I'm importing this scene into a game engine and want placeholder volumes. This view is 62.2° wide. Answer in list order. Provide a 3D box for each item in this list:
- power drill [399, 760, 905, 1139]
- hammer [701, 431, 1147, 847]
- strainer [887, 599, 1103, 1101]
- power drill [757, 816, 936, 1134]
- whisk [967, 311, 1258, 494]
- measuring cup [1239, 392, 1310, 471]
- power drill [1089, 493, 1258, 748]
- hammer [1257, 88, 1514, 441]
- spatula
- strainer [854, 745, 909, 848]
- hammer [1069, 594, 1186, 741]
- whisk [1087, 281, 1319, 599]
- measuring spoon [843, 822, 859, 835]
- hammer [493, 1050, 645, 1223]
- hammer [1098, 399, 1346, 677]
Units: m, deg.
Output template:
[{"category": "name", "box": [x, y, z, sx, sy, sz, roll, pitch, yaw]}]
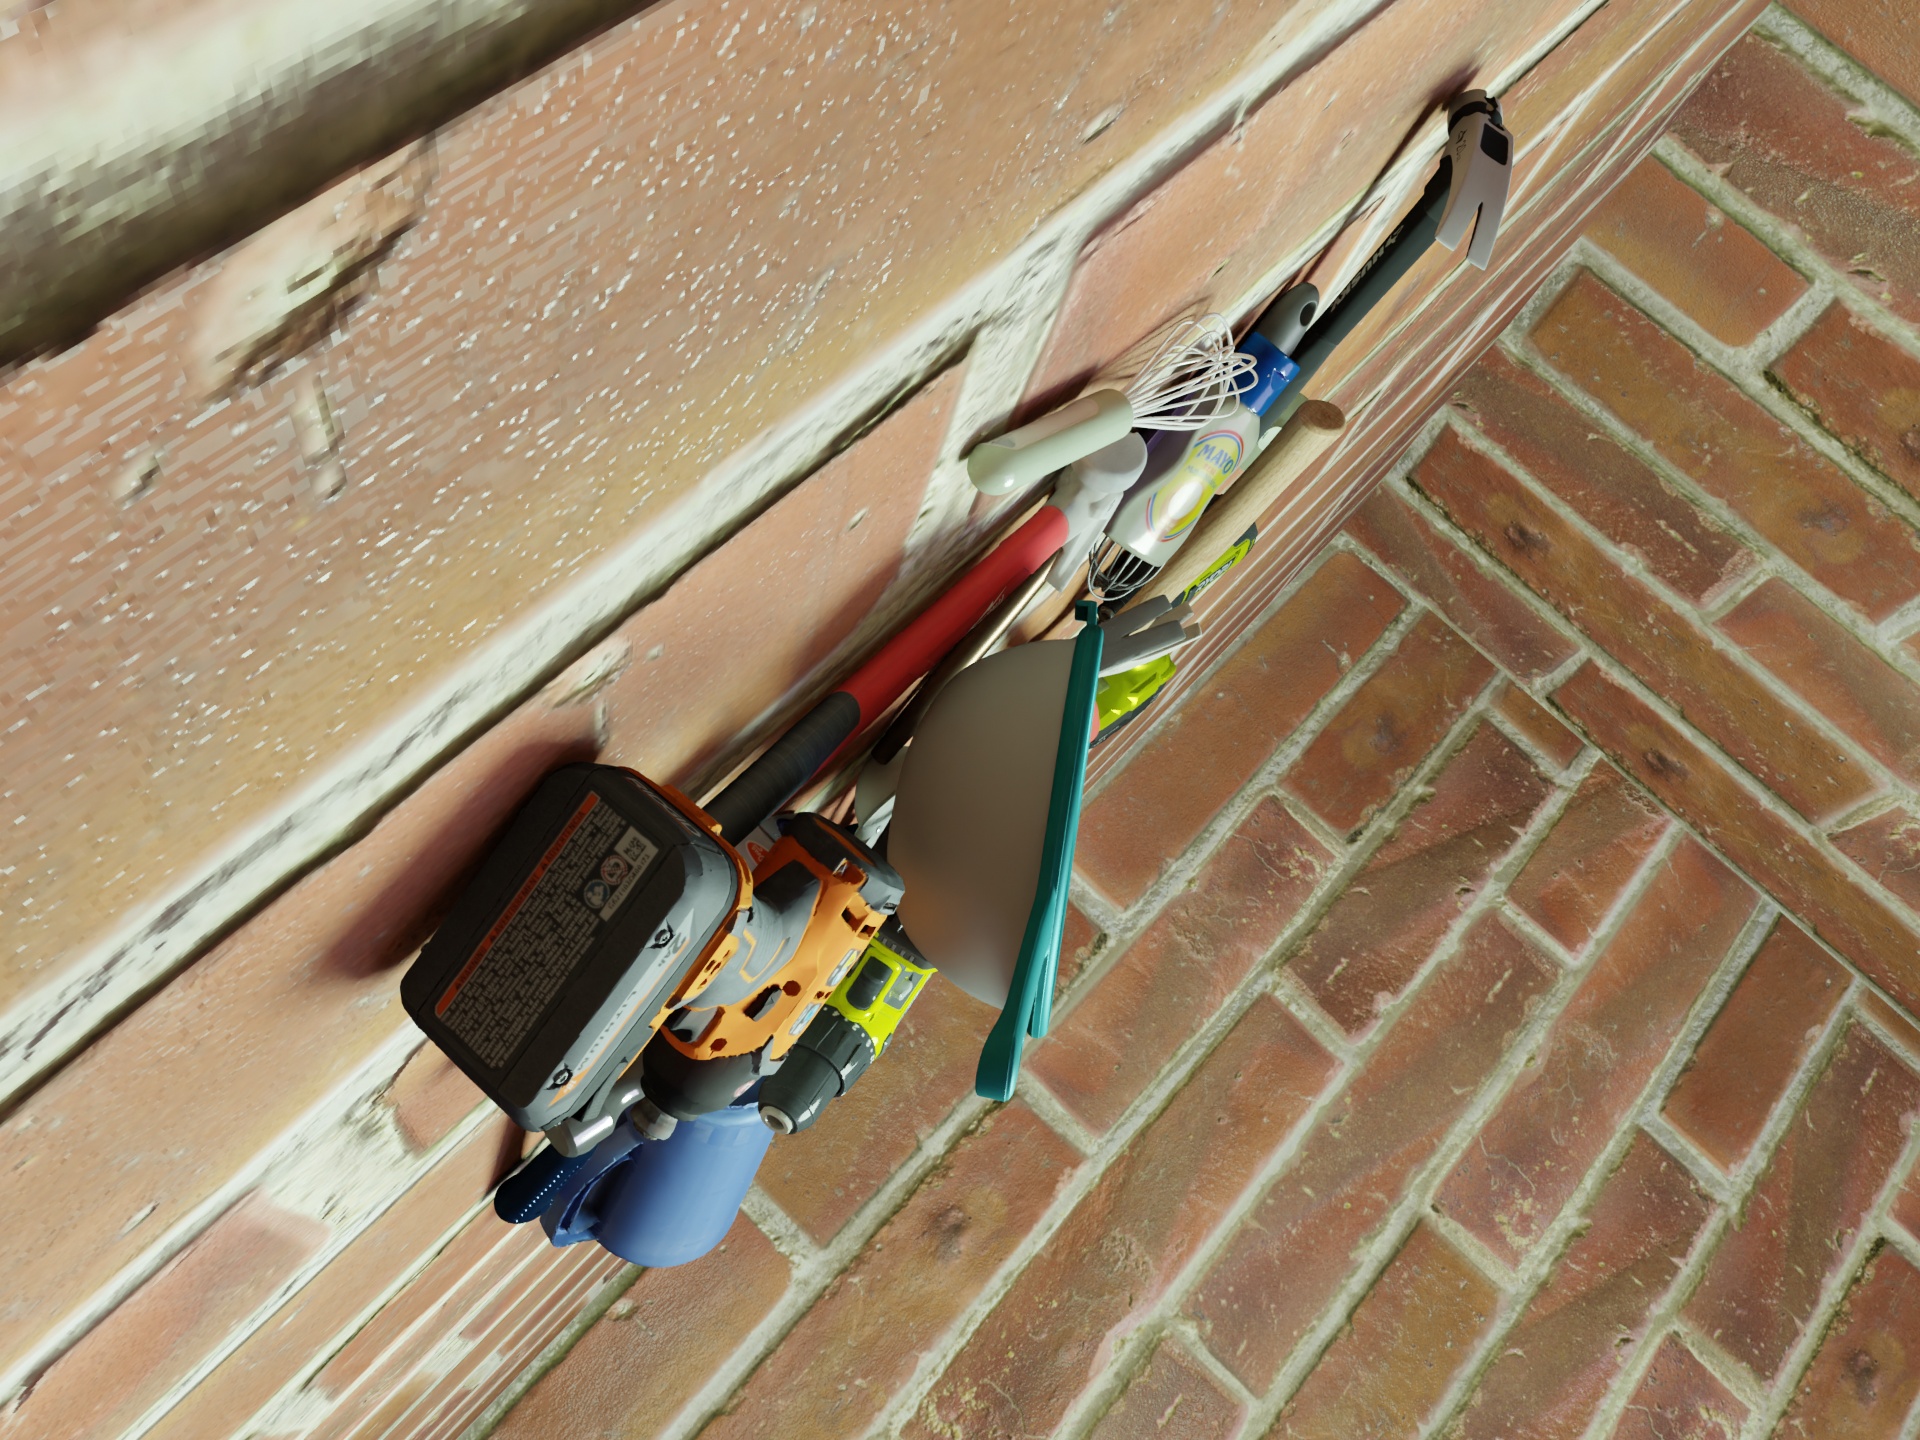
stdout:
[{"category": "power drill", "box": [-0.118, 0.106, 0.644, 0.164, 0.084, 0.226, -54, 160, 1]}, {"category": "hammer", "box": [-0.053, -0.004, 0.790, 0.386, 0.038, 0.143, -43, 173, -26]}, {"category": "strainer", "box": [0.004, 0.072, 0.753, 0.340, 0.095, 0.211, -66, 163, -68]}, {"category": "power drill", "box": [-0.046, 0.147, 0.995, 0.191, 0.080, 0.228, -52, 174, -42]}, {"category": "whisk", "box": [0.076, -0.149, 0.761, 0.246, 0.058, 0.059, -33, 130, -49]}, {"category": "measuring cup", "box": [0.234, -0.224, 1.223, 0.083, 0.038, 0.167, -50, 170, 17]}, {"category": "power drill", "box": [0.146, -0.078, 1.342, 0.171, 0.080, 0.223, -36, 164, -34]}, {"category": "hammer", "box": [0.225, -0.234, 1.015, 0.334, 0.035, 0.146, -49, -162, 44]}, {"category": "spatula", "box": [0.048, -0.092, 0.953, 0.316, 0.018, 0.060, -50, -175, 15]}, {"category": "strainer", "box": [-0.064, 0.084, 1.070, 0.087, 0.050, 0.258, -31, 159, -41]}, {"category": "hammer", "box": [0.086, -0.018, 1.137, 0.149, 0.037, 0.359, -25, 172, 5]}, {"category": "whisk", "box": [0.154, -0.174, 1.015, 0.239, 0.055, 0.055, -55, 170, 22]}, {"category": "measuring spoon", "box": [-0.070, 0.061, 1.108, 0.042, 0.021, 0.128, -41, 161, -38]}, {"category": "hammer", "box": [-0.216, 0.243, 0.941, 0.144, 0.035, 0.405, -28, 170, -34]}, {"category": "hammer", "box": [0.164, -0.115, 1.107, 0.130, 0.031, 0.331, -10, 159, -28]}]
